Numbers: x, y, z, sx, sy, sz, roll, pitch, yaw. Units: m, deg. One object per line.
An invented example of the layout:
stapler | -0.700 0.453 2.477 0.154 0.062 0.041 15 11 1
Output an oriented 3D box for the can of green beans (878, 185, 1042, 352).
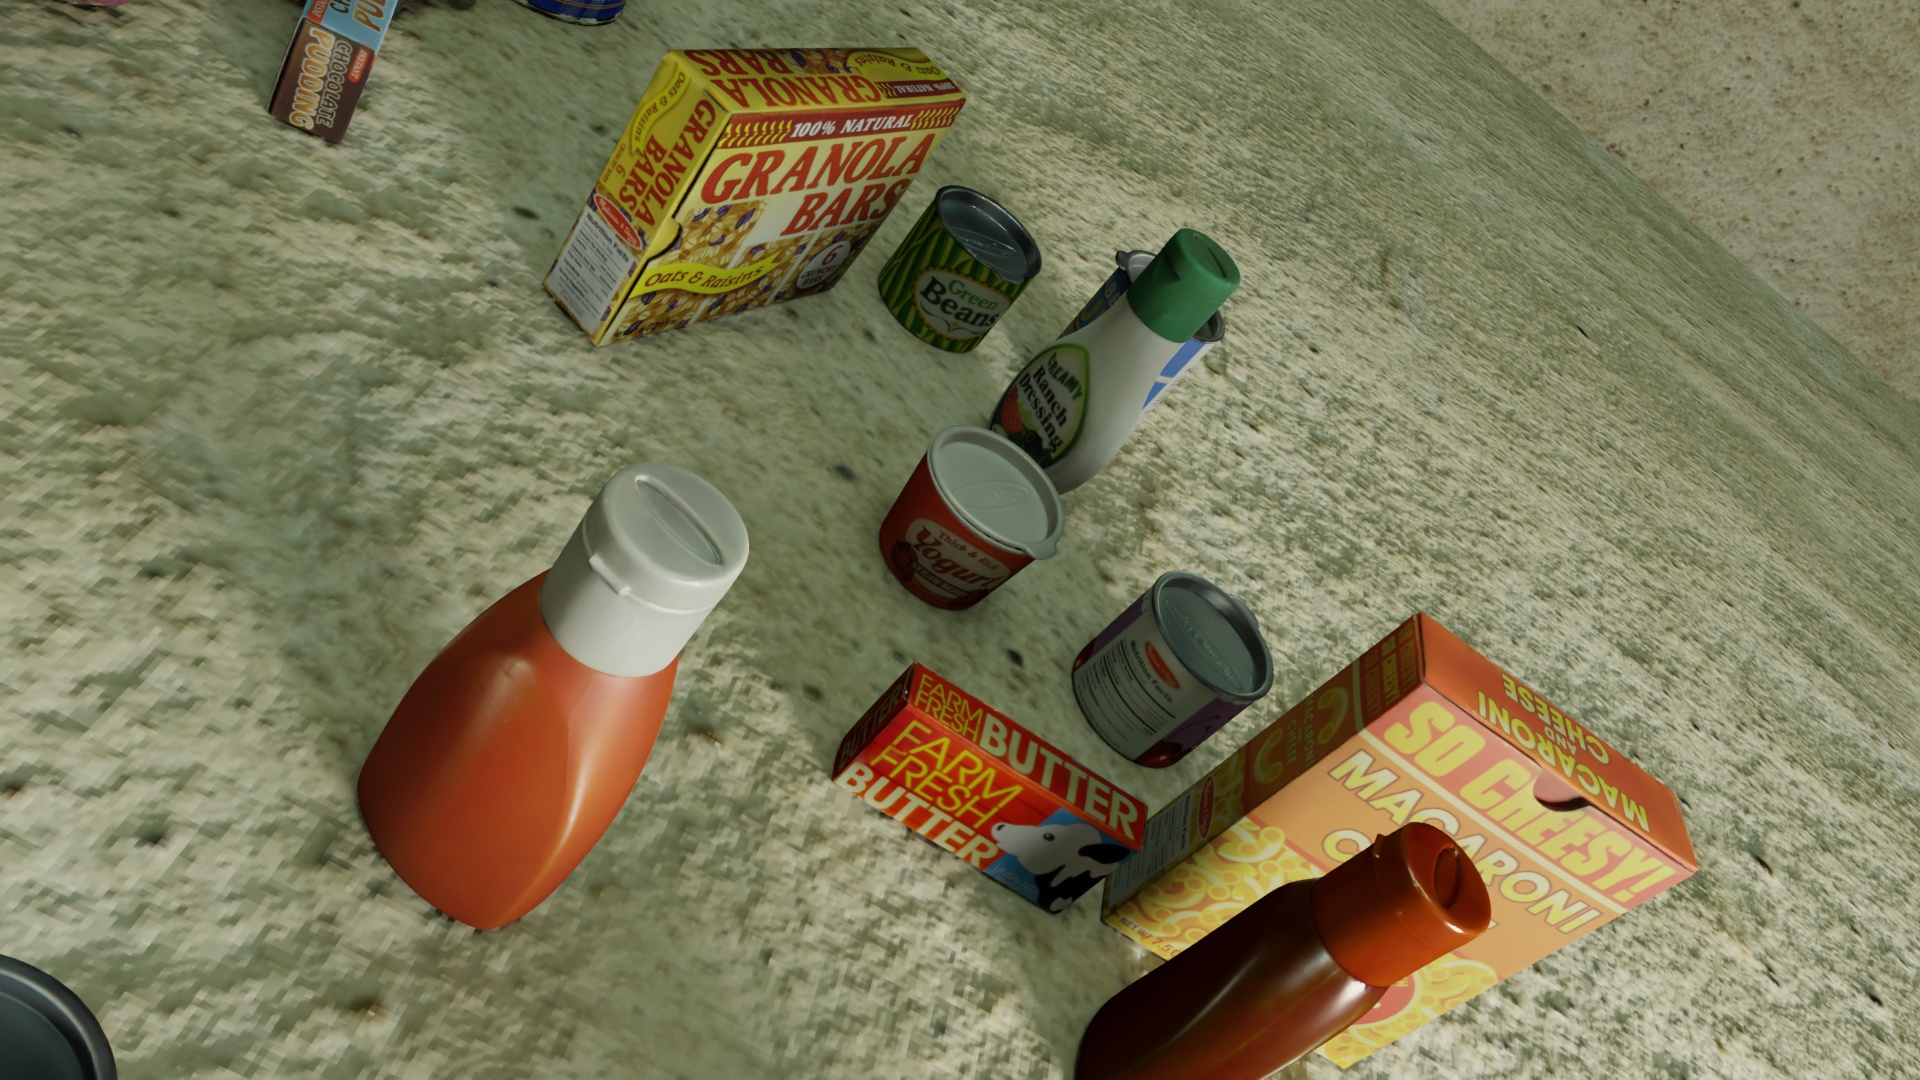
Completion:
can of green beans | -0.001 -0.140 0.722 0.071 0.057 0.071 26 38 -22

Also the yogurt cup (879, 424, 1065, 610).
yogurt cup | 0.002 -0.007 0.588 0.072 0.053 0.073 26 38 -22

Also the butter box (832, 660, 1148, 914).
butter box | 0.010 0.090 0.494 0.103 0.053 0.024 34 36 -12

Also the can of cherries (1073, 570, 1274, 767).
can of cherries | 0.093 0.056 0.604 0.071 0.058 0.072 26 38 -22

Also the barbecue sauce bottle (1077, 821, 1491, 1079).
barbecue sauce bottle | 0.100 0.141 0.443 0.043 0.148 0.065 44 35 3

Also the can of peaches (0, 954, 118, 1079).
can of peaches | -0.200 0.121 0.257 0.071 0.057 0.071 26 38 -22

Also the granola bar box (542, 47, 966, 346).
granola bar box | -0.083 -0.151 0.597 0.039 0.123 0.166 49 36 9

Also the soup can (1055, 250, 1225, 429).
soup can | 0.087 -0.104 0.745 0.071 0.083 0.072 26 38 -22

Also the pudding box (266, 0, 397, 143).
pudding box | -0.250 -0.207 0.562 0.030 0.049 0.084 21 40 -28

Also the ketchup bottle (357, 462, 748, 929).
ketchup bottle | -0.104 0.040 0.355 0.065 0.148 0.044 46 35 5

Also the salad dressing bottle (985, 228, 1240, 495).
salad dressing bottle | 0.069 -0.081 0.648 0.044 0.147 0.064 6 49 -41

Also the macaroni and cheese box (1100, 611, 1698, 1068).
macaroni and cheese box | 0.151 0.116 0.502 0.123 0.165 0.040 34 36 -12
